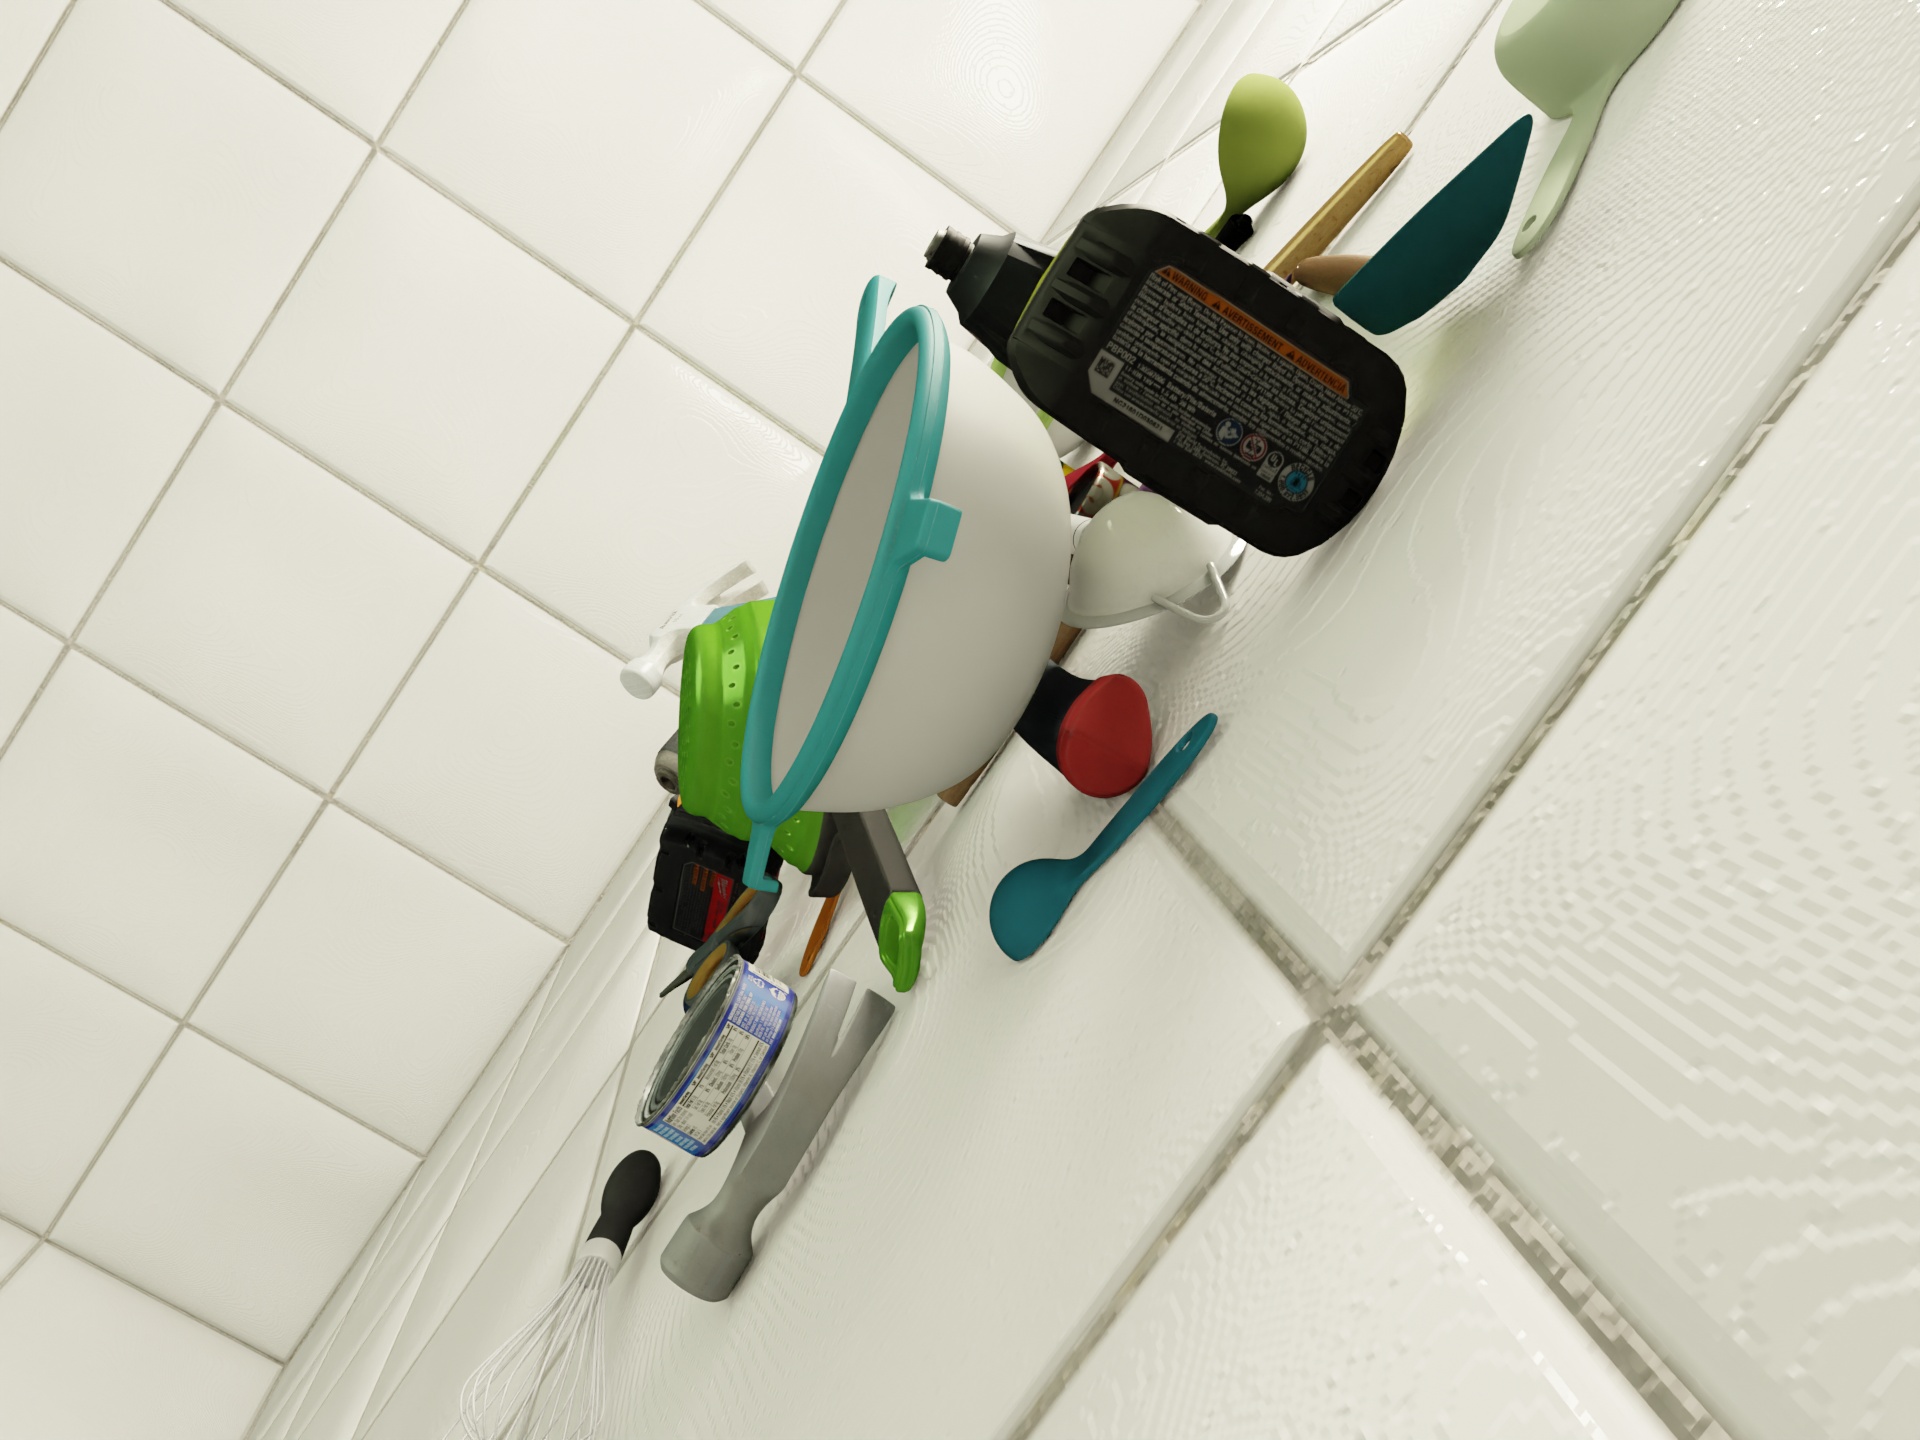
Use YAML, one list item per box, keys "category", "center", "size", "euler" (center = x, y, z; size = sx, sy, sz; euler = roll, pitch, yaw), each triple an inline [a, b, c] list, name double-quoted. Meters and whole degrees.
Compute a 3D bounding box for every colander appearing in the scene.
- category: "colander"
  center: [-0.098, 0.031, 0.856]
  size: [0.397, 0.094, 0.204]
  euler: [-120, 35, -65]

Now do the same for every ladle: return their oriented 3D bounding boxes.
- category: "ladle"
  center: [0.129, -0.194, 0.875]
  size: [0.315, 0.031, 0.069]
  euler: [-46, -10, 32]
- category: "ladle"
  center: [0.139, -0.315, 1.128]
  size: [0.078, 0.062, 0.320]
  euler: [-35, -10, -42]

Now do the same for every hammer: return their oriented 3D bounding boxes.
- category: "hammer"
  center: [0.011, -0.014, 0.771]
  size: [0.143, 0.038, 0.386]
  euler: [-59, 15, 6]
- category: "hammer"
  center: [-0.095, -0.084, 1.128]
  size: [0.331, 0.033, 0.128]
  euler: [-8, 36, 36]
- category: "hammer"
  center: [-0.118, 0.178, 0.862]
  size: [0.144, 0.035, 0.405]
  euler: [-58, 11, -7]

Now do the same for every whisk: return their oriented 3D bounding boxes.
- category: "whisk"
  center: [-0.196, 0.297, 0.815]
  size: [0.070, 0.070, 0.285]
  euler: [-54, 7, 13]

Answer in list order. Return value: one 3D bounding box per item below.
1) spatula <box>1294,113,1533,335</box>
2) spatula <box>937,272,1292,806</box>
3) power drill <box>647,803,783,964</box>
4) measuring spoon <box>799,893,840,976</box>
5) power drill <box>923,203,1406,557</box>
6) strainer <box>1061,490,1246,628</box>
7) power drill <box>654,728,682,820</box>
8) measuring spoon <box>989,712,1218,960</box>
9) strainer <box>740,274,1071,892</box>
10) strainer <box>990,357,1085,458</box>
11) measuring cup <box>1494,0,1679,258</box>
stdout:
- category: "spatula"
  center: [0.167, -0.193, 0.659]
  size: [0.082, 0.044, 0.318]
  euler: [-44, 11, 12]
- category: "spatula"
  center: [0.080, -0.089, 0.814]
  size: [0.316, 0.018, 0.059]
  euler: [-56, -9, 4]
- category: "power drill"
  center: [-0.131, 0.052, 1.105]
  size: [0.220, 0.078, 0.143]
  euler: [-63, -7, -49]
- category: "measuring spoon"
  center: [-0.072, 0.105, 0.952]
  size: [0.021, 0.011, 0.117]
  euler: [-41, 22, 50]
- category: "power drill"
  center: [0.069, -0.142, 0.627]
  size: [0.080, 0.171, 0.223]
  euler: [-58, 14, 10]
- category: "strainer"
  center: [0.062, -0.083, 0.732]
  size: [0.087, 0.050, 0.258]
  euler: [-30, 15, -5]
- category: "power drill"
  center: [-0.178, 0.029, 1.253]
  size: [0.185, 0.084, 0.226]
  euler: [-53, -10, -35]
- category: "measuring spoon"
  center: [0.047, 0.038, 0.577]
  size: [0.128, 0.021, 0.042]
  euler: [-52, 12, 29]
- category: "strainer"
  center: [-0.011, -0.091, 0.681]
  size: [0.341, 0.095, 0.211]
  euler: [-89, 22, -48]
- category: "strainer"
  center: [0.059, -0.190, 1.130]
  size: [0.151, 0.069, 0.256]
  euler: [8, 81, 69]
- category: "measuring cup"
  center: [0.218, -0.236, 0.583]
  size: [0.168, 0.038, 0.083]
  euler: [-62, 12, -25]
